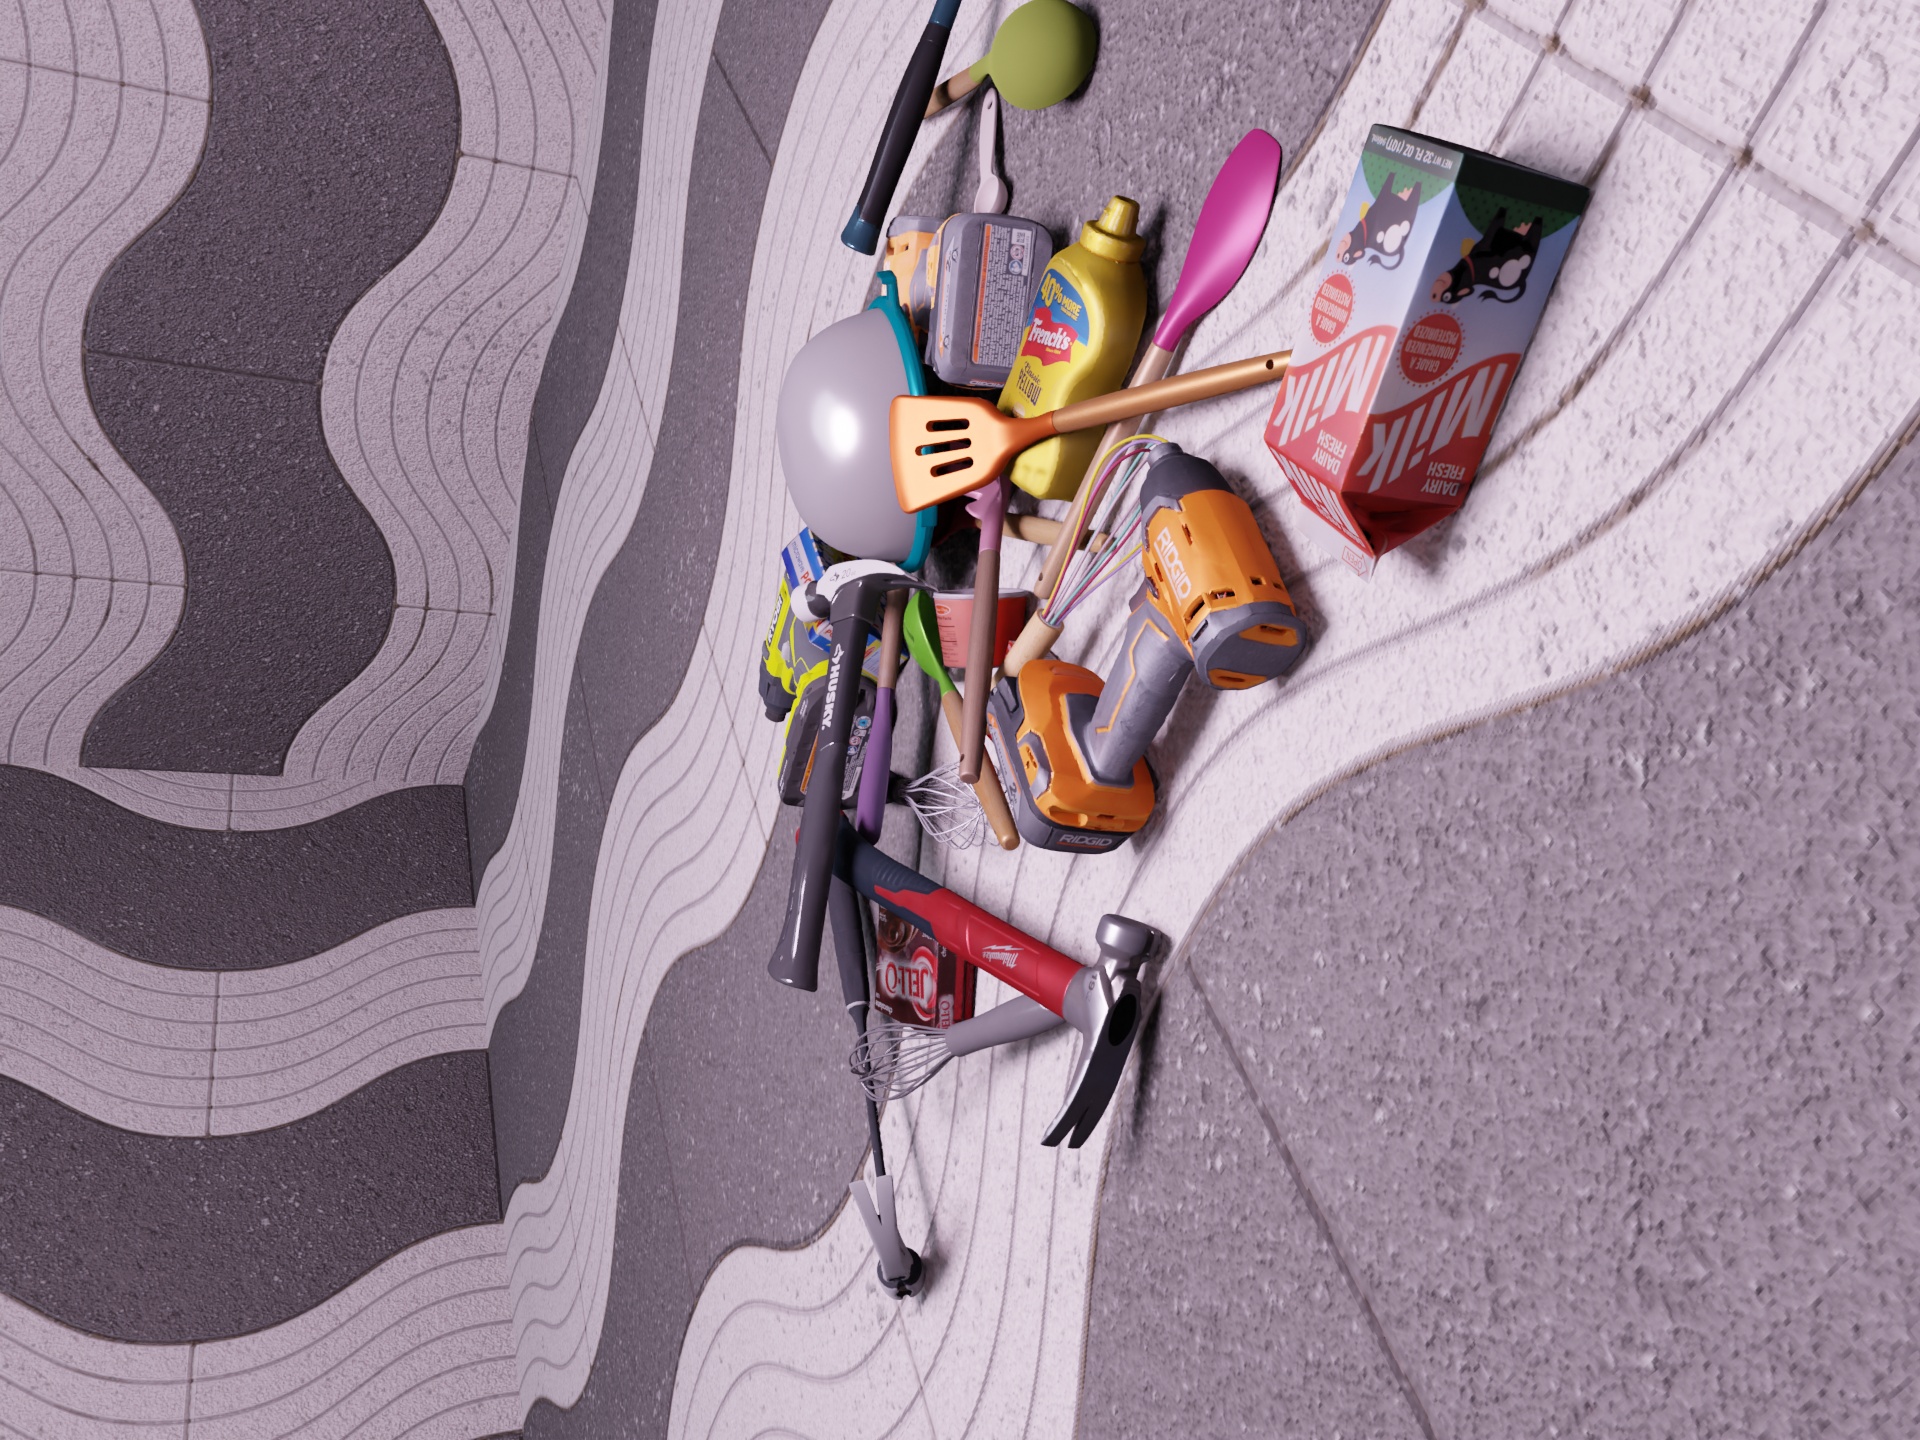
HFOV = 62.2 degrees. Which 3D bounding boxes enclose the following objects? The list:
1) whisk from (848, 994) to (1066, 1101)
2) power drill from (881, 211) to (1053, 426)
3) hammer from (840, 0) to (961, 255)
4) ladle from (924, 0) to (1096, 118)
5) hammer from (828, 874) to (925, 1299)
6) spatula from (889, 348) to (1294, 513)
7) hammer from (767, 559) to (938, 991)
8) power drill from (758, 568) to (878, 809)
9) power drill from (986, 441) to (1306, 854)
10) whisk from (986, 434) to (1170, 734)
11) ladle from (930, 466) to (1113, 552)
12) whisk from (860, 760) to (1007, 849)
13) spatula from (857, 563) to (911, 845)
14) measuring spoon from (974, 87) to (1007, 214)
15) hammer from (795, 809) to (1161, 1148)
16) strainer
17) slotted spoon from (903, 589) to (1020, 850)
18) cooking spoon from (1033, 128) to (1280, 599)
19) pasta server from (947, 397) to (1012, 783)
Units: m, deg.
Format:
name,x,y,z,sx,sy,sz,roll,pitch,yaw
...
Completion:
name,x,y,z,sx,sy,sz,roll,pitch,yaw
whisk,0.000,0.219,1.103,0.239,0.055,0.055,-29,59,43
power drill,-0.011,-0.294,1.215,0.226,0.084,0.185,-146,60,-67
hammer,-0.022,-0.523,1.233,0.128,0.033,0.331,-124,55,-69
ladle,0.016,-0.489,1.229,0.078,0.062,0.320,-69,21,2
hammer,-0.083,0.244,1.288,0.149,0.036,0.409,80,178,-49
spatula,0.071,-0.187,0.971,0.323,0.041,0.081,-3,93,50
hammer,-0.095,0.035,1.183,0.146,0.035,0.335,-13,62,46
power drill,-0.135,-0.025,1.446,0.223,0.080,0.171,-114,37,-52
power drill,0.101,-0.044,0.930,0.226,0.084,0.164,-55,38,41
whisk,0.065,-0.083,1.015,0.245,0.047,0.051,-56,34,32
ladle,0.028,-0.147,1.165,0.316,0.031,0.069,26,107,62
whisk,-0.031,0.058,1.229,0.285,0.070,0.070,-176,90,-70
spatula,-0.058,-0.047,1.283,0.060,0.018,0.316,-32,47,59
measuring spoon,0.027,-0.439,1.234,0.034,0.018,0.124,-30,52,52
hammer,-0.015,0.149,1.090,0.387,0.038,0.143,21,94,54
strainer,-0.104,-0.202,1.275,0.340,0.095,0.211,143,118,-73
slotted spoon,-0.002,-0.004,1.141,0.314,0.031,0.070,-112,3,-56
cooking spoon,0.114,-0.208,0.980,0.318,0.017,0.069,-65,32,30
pasta server,0.011,-0.094,1.077,0.060,0.040,0.316,-42,33,46
